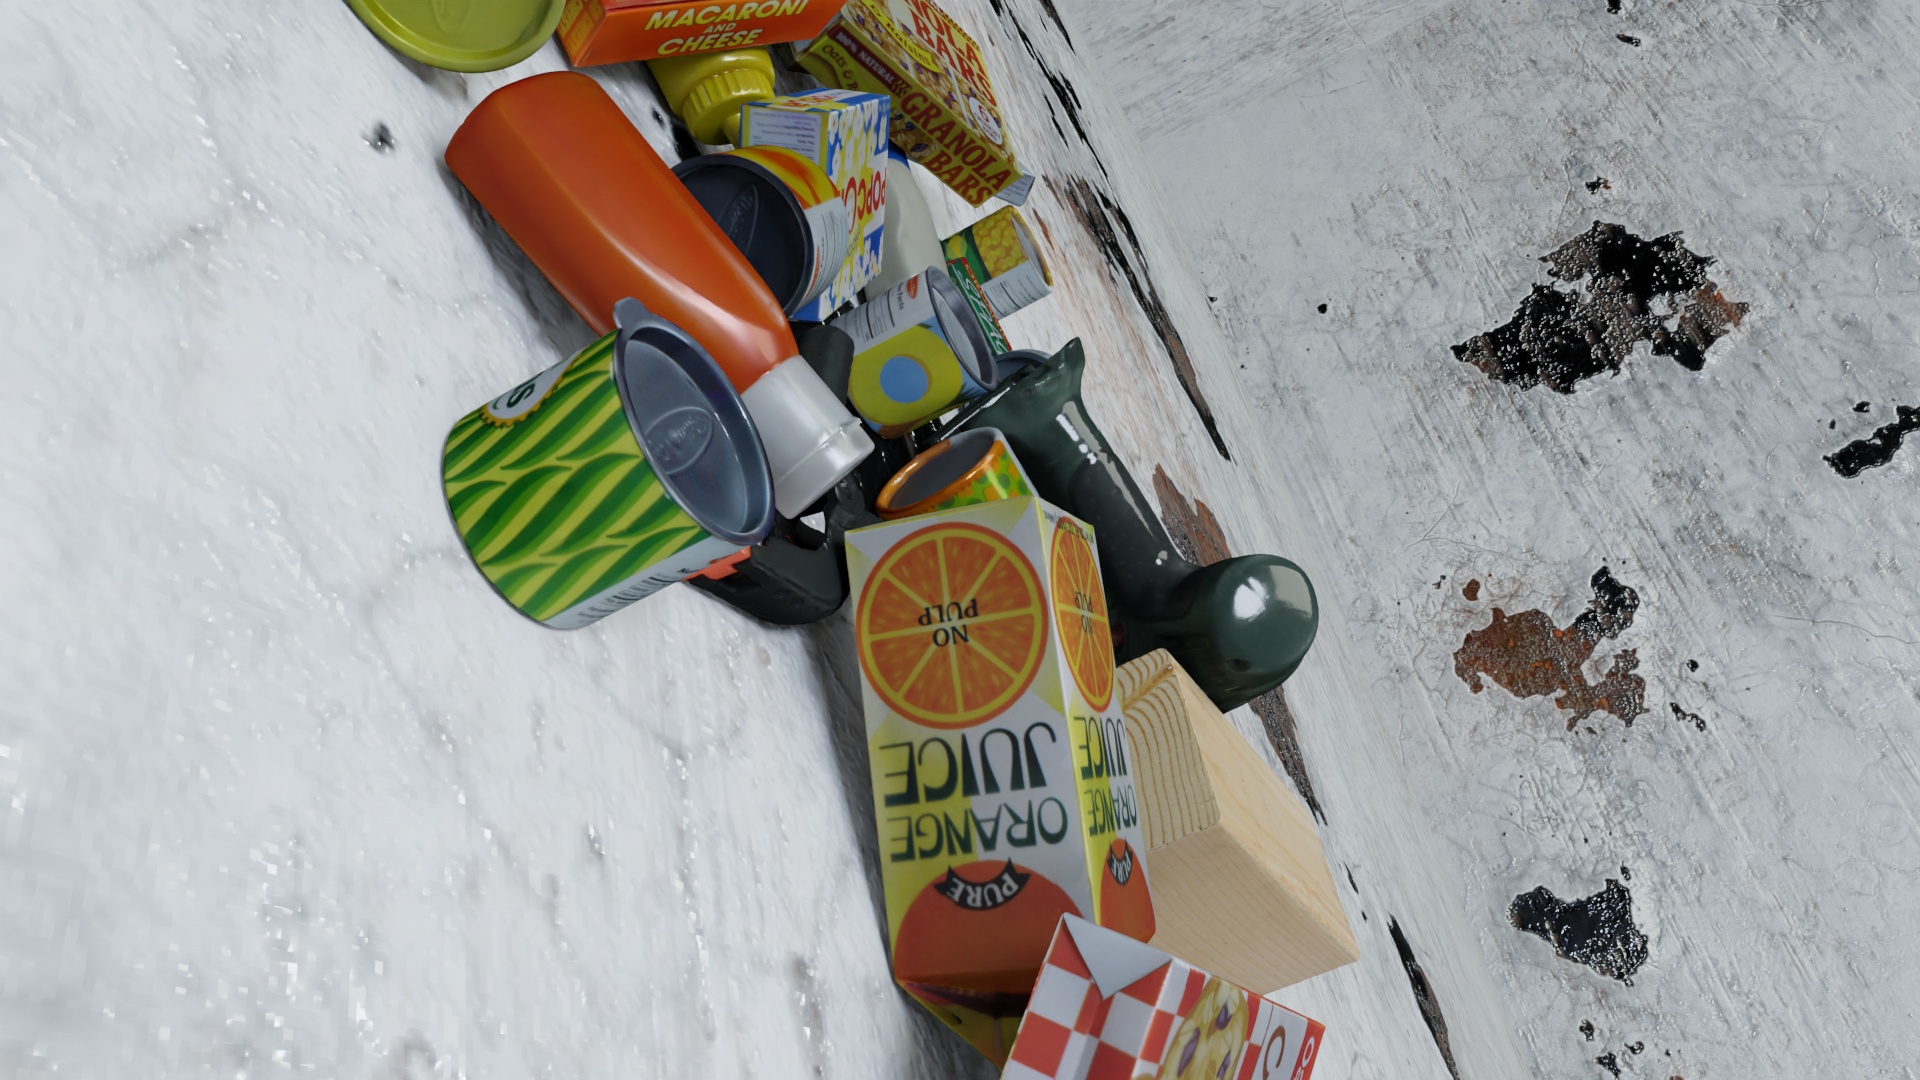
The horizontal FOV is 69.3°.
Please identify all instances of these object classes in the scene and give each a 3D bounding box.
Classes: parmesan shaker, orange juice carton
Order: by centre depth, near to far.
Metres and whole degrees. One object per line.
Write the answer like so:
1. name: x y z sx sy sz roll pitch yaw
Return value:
1. parmesan shaker: -0.153 -0.200 0.435 0.071 0.071 0.103 51 21 -37
2. orange juice carton: 0.017 0.087 0.477 0.072 0.073 0.193 22 59 -67

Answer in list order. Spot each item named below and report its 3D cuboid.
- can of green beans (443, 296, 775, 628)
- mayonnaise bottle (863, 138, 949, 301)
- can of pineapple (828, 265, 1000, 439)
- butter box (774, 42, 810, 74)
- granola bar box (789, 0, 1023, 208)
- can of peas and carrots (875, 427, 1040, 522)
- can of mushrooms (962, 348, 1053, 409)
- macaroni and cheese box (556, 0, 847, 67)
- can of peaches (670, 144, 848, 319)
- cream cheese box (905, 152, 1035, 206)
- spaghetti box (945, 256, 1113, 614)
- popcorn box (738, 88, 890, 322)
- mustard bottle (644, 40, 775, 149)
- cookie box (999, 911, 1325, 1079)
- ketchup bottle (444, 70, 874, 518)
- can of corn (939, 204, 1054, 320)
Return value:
1. can of green beans: -0.091 -0.017 0.366 0.071 0.057 0.071 54 20 -30
2. mayonnaise bottle: -0.038 -0.175 0.775 0.064 0.041 0.149 42 26 -50
3. can of pineapple: -0.022 -0.088 0.667 0.070 0.058 0.071 54 20 -30
4. butter box: -0.107 -0.322 0.804 0.103 0.024 0.053 62 18 -7
5. granola bar box: -0.038 -0.282 0.800 0.165 0.039 0.125 27 40 -49
6. can of peas and carrots: 0.002 -0.008 0.619 0.058 0.071 0.071 58 18 -20
7. can of mushrooms: 0.037 -0.077 0.813 0.071 0.071 0.033 63 16 -5
8. macaroni and cheese box: -0.130 -0.276 0.548 0.124 0.040 0.166 -25 89 -40
9. can of peaches: -0.082 -0.114 0.521 0.071 0.071 0.058 61 18 -12
10. cream cheese box: -0.006 -0.252 0.904 0.104 0.024 0.053 15 25 -28
11. spaghetti box: 0.043 -0.061 0.870 0.249 0.028 0.050 62 16 -10
12. popcorn box: -0.062 -0.150 0.608 0.127 0.038 0.085 -66 163 -68
13. mustard bottle: -0.114 -0.224 0.603 0.065 0.048 0.160 -1 66 -66
14. cookie box: 0.057 0.193 0.429 0.167 0.040 0.123 41 67 -53
15. ketchup bottle: -0.087 -0.074 0.428 0.149 0.043 0.065 50 27 -2
16. can of corn: 0.022 -0.184 0.929 0.071 0.058 0.071 55 19 -30
